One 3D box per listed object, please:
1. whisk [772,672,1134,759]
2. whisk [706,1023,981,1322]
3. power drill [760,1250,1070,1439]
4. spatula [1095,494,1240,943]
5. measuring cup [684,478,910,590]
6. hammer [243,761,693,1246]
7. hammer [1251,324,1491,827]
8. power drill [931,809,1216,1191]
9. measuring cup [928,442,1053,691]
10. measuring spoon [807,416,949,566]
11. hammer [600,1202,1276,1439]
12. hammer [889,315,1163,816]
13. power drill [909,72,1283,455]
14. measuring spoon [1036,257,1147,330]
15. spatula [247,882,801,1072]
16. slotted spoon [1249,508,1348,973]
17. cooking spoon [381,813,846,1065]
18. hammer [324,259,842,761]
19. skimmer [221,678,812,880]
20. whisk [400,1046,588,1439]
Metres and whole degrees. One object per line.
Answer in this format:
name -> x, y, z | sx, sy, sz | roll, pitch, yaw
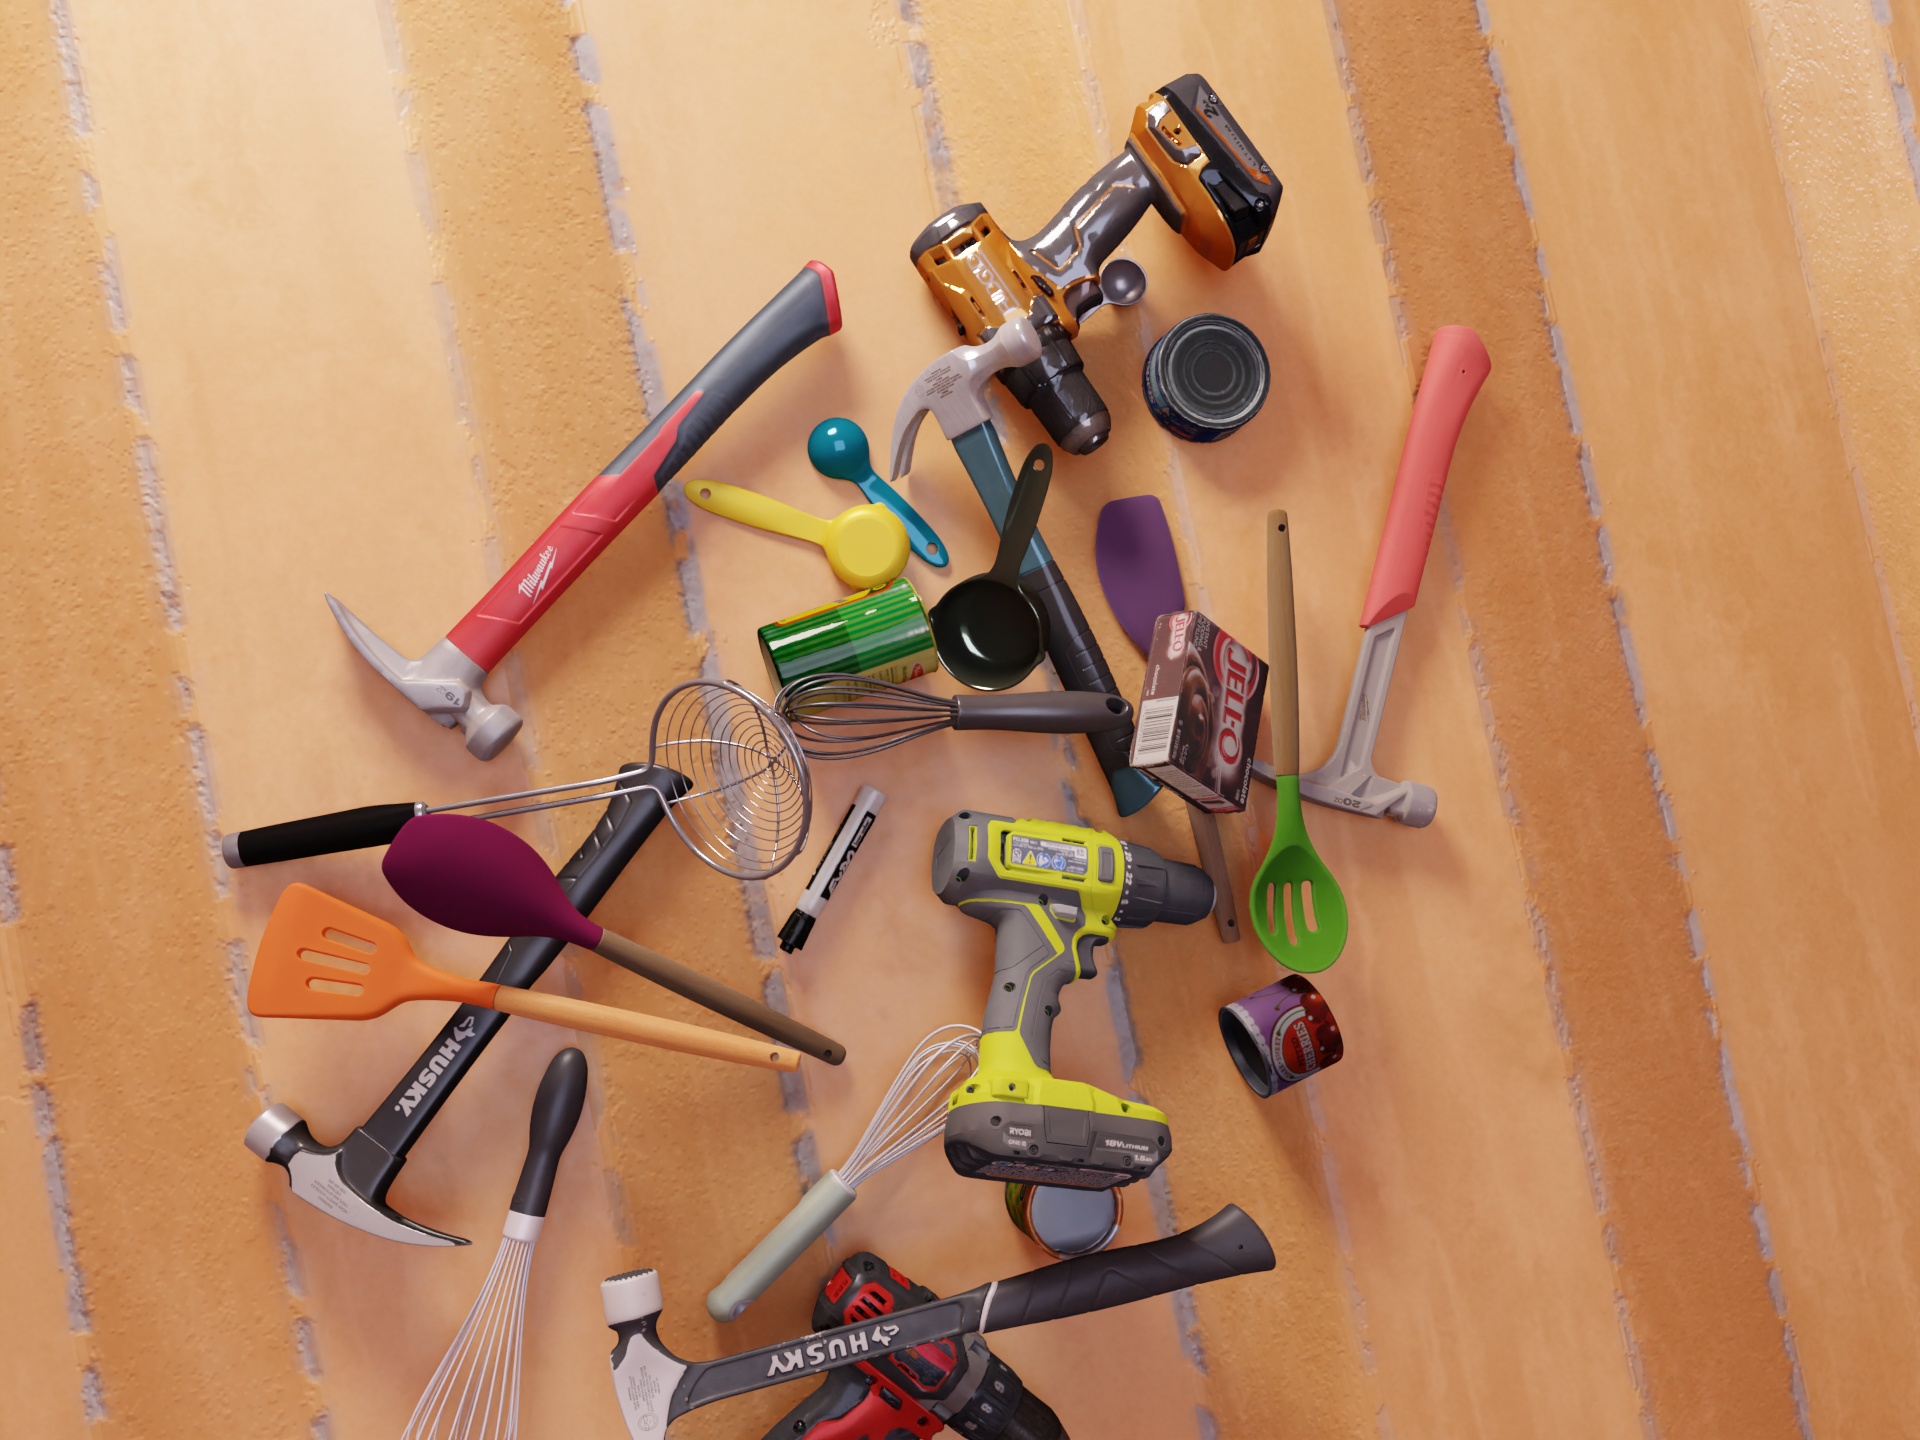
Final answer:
whisk -> -0.001, -0.003, 1.009 | 0.239, 0.055, 0.055 | -1, 85, -16
whisk -> -0.070, 0.291, 1.022 | 0.246, 0.057, 0.059 | -44, 60, -8
power drill -> -0.057, 0.474, 0.991 | 0.188, 0.080, 0.227 | 40, 76, -5
spatula -> 0.149, -0.001, 1.100 | 0.059, 0.018, 0.316 | -13, 86, -13
measuring cup -> -0.108, -0.130, 1.052 | 0.156, 0.029, 0.062 | 17, 96, -6
hammer -> -0.277, 0.165, 0.984 | 0.146, 0.035, 0.335 | 34, 76, 9
hammer -> 0.303, -0.112, 1.131 | 0.149, 0.037, 0.359 | 17, 83, -9
power drill -> 0.075, 0.175, 1.015 | 0.190, 0.080, 0.229 | 11, 62, -15
measuring cup -> 0.034, -0.100, 1.026 | 0.083, 0.038, 0.167 | 22, 111, 12
measuring spoon -> -0.052, -0.153, 1.072 | 0.042, 0.021, 0.128 | -44, 94, -11
hammer -> -0.002, 0.366, 0.964 | 0.409, 0.036, 0.149 | -10, 78, -12
hammer -> 0.057, -0.089, 1.059 | 0.128, 0.033, 0.331 | -22, 98, 26
power drill -> 0.105, -0.302, 1.069 | 0.226, 0.084, 0.185 | -33, 83, -2
measuring spoon -> 0.076, -0.283, 1.115 | 0.124, 0.018, 0.034 | -33, 91, -5
spatula -> -0.253, 0.169, 0.943 | 0.322, 0.041, 0.081 | 11, 73, 3
slotted spoon -> 0.222, 0.012, 1.075 | 0.070, 0.031, 0.314 | 0, 84, -14
cooking spoon -> -0.200, 0.144, 0.971 | 0.318, 0.017, 0.069 | 32, 93, -25
hammer -> -0.226, -0.163, 1.025 | 0.143, 0.038, 0.386 | 42, 81, -3
skimmer -> -0.268, 0.057, 0.950 | 0.363, 0.090, 0.127 | -10, 105, -1
whisk -> -0.275, 0.341, 0.969 | 0.070, 0.070, 0.285 | 16, 77, -9
